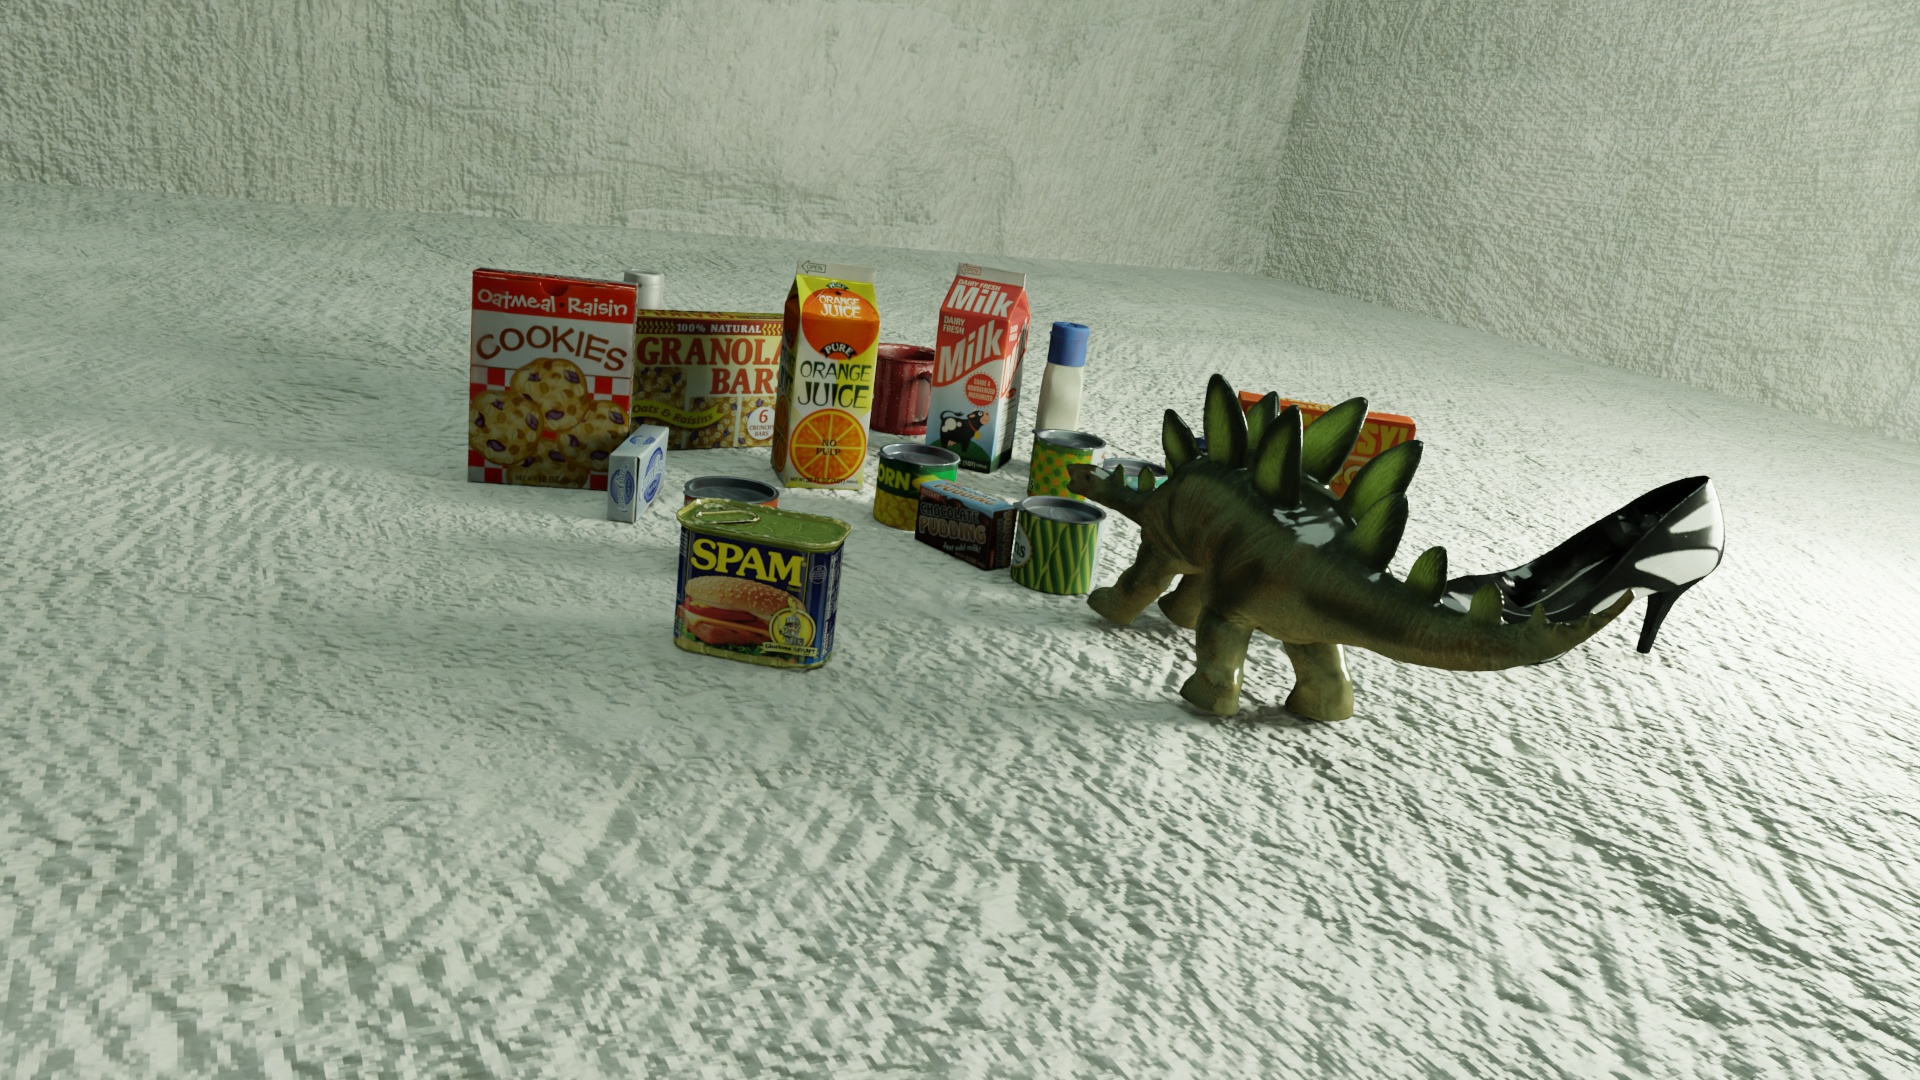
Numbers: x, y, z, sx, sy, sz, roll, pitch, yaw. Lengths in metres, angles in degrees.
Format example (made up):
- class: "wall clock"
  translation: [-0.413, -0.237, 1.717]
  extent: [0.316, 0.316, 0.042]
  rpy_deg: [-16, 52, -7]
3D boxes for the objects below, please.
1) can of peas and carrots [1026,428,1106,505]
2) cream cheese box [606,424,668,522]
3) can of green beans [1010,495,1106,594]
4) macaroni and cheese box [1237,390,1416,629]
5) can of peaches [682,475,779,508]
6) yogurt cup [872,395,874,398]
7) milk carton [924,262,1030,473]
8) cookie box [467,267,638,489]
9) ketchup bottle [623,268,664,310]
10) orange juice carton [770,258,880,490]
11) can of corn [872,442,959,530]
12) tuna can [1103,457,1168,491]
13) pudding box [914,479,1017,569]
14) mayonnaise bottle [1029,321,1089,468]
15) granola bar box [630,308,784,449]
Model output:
- class: "can of peas and carrots"
  translation: [0.095, -0.067, 1.273]
  extent: [0.071, 0.058, 0.071]
  rpy_deg: [7, 17, -2]
- class: "cream cheese box"
  translation: [-0.253, -0.054, 1.093]
  extent: [0.024, 0.053, 0.104]
  rpy_deg: [7, 17, -1]
- class: "can of green beans"
  translation: [0.073, 0.003, 1.044]
  extent: [0.071, 0.057, 0.071]
  rpy_deg: [7, 17, -2]
- class: "macaroni and cheese box"
  translation: [0.246, -0.016, 0.998]
  extent: [0.124, 0.165, 0.040]
  rpy_deg: [9, 17, 5]
- class: "can of peaches"
  translation: [-0.166, -0.009, 0.981]
  extent: [0.071, 0.058, 0.071]
  rpy_deg: [7, 17, -2]
- class: "yogurt cup"
  translation: [-0.122, -0.123, 1.367]
  extent: [0.072, 0.053, 0.072]
  rpy_deg: [7, 17, -2]
- class: "milk carton"
  translation: [0.018, -0.169, 1.345]
  extent: [0.072, 0.189, 0.074]
  rpy_deg: [13, 18, 16]
- class: "cookie box"
  translation: [-0.323, -0.127, 1.103]
  extent: [0.123, 0.166, 0.040]
  rpy_deg: [4, 17, -13]
- class: "ketchup bottle"
  translation: [-0.303, -0.180, 1.313]
  extent: [0.065, 0.148, 0.044]
  rpy_deg: [13, 18, 18]
- class: "orange juice carton"
  translation: [-0.117, -0.146, 1.211]
  extent: [0.072, 0.192, 0.073]
  rpy_deg: [2, 18, -19]
- class: "can of corn"
  translation: [-0.039, -0.044, 1.146]
  extent: [0.071, 0.058, 0.071]
  rpy_deg: [7, 17, -2]
- class: "tuna can"
  translation: [0.160, -0.054, 1.304]
  extent: [0.071, 0.032, 0.071]
  rpy_deg: [7, 17, -2]
- class: "pudding box"
  translation: [0.004, -0.014, 1.081]
  extent: [0.030, 0.049, 0.084]
  rpy_deg: [-9, 24, -44]
- class: "mayonnaise bottle"
  translation: [0.097, -0.135, 1.342]
  extent: [0.041, 0.147, 0.065]
  rpy_deg: [6, 17, -6]
- class: "granola bar box"
  translation: [-0.235, -0.148, 1.281]
  extent: [0.166, 0.123, 0.039]
  rpy_deg: [-5, 21, -35]
